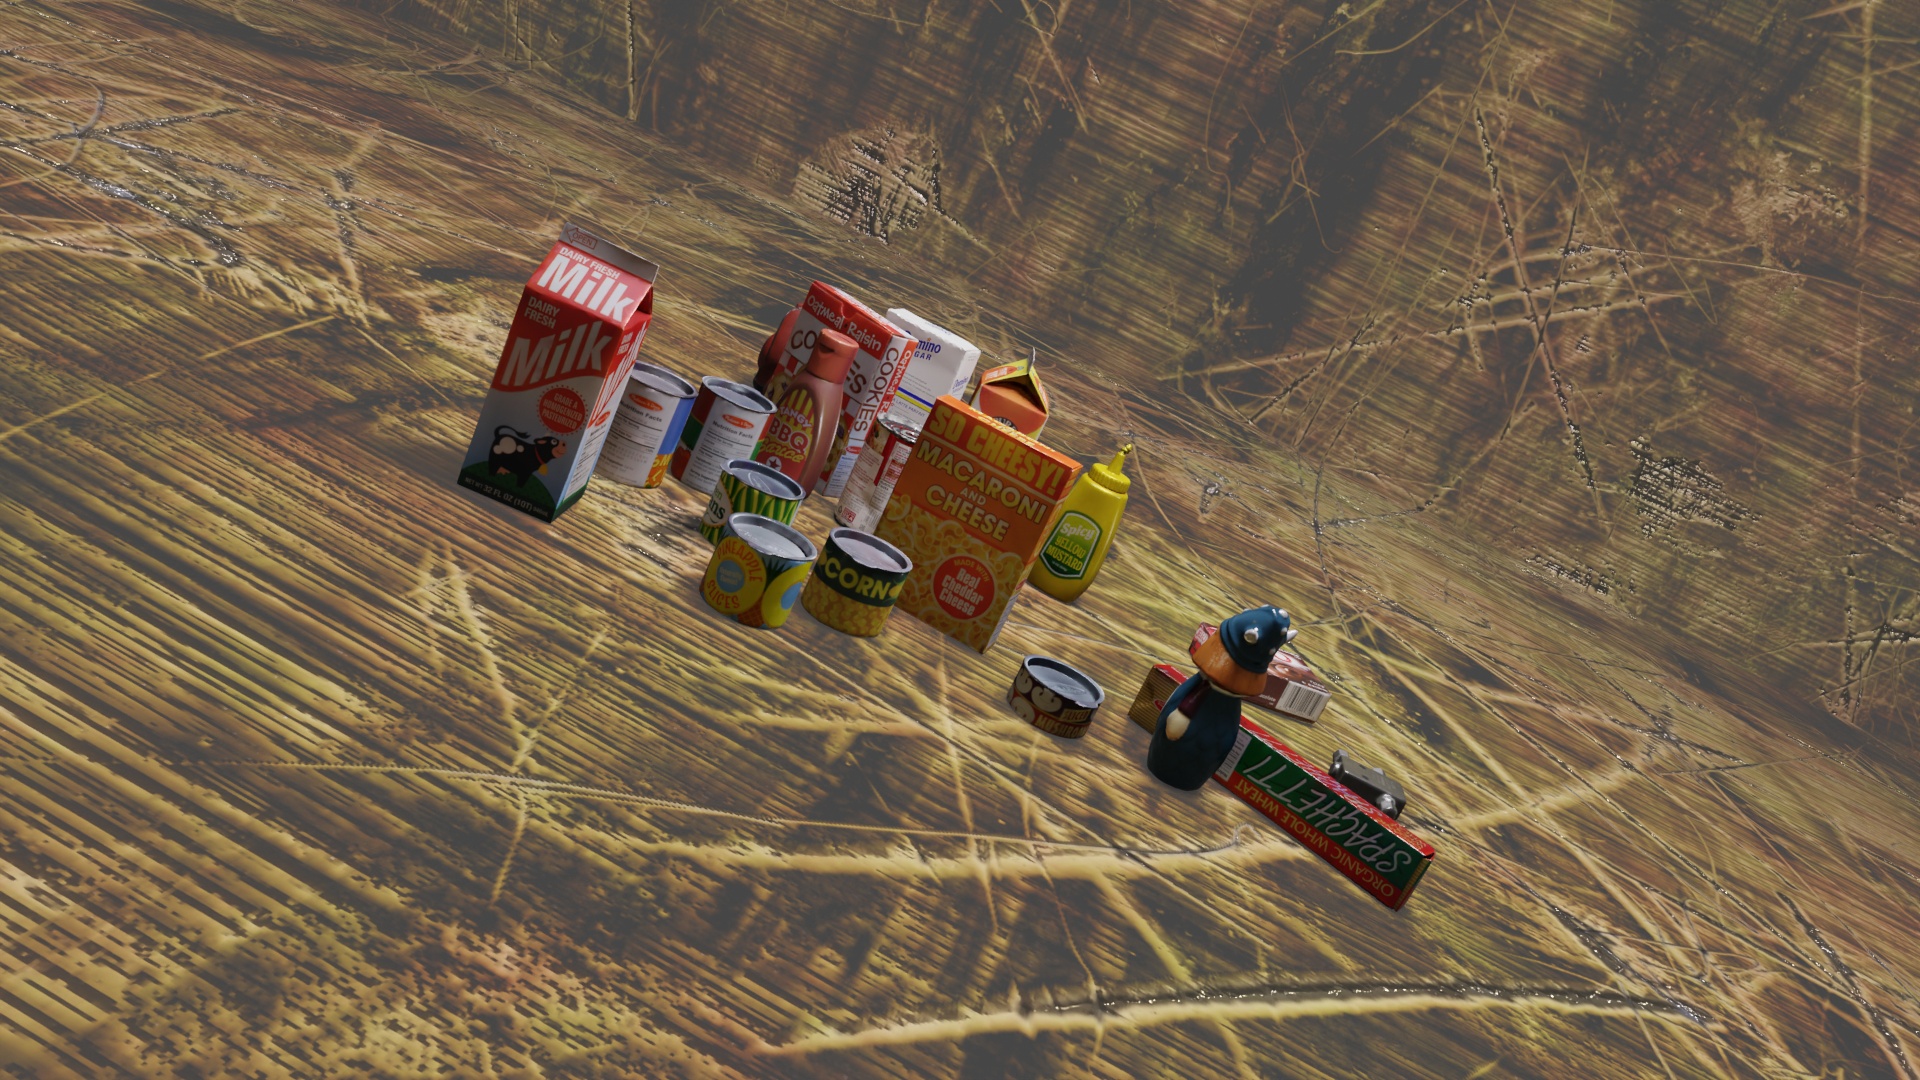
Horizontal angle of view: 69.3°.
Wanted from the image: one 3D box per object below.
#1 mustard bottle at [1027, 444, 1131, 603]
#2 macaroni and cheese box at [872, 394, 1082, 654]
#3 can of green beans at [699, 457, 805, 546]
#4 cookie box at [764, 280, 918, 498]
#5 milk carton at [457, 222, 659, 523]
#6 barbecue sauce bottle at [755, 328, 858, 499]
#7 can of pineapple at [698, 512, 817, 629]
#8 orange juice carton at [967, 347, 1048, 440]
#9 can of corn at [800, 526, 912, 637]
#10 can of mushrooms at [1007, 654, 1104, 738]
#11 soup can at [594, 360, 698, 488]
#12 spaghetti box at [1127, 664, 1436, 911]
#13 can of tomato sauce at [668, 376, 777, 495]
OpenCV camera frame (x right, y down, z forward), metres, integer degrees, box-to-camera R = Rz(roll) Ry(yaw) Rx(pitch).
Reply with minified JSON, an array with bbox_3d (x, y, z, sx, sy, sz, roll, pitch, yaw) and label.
[{"bbox_3d":[0.119,-0.021,1.303,0.065,0.159,0.049,28,16,9],"label":"mustard bottle"},{"bbox_3d":[0.004,-0.014,1.095,0.124,0.166,0.040,29,16,10],"label":"macaroni and cheese box"},{"bbox_3d":[-0.161,-0.023,1.073,0.071,0.057,0.071,24,16,-7],"label":"can of green beans"},{"bbox_3d":[-0.123,-0.142,1.308,0.123,0.167,0.040,37,19,35],"label":"cookie box"},{"bbox_3d":[-0.273,-0.117,0.959,0.072,0.190,0.074,25,15,-4],"label":"milk carton"},{"bbox_3d":[-0.135,-0.114,1.232,0.065,0.148,0.044,31,16,20],"label":"barbecue sauce bottle"},{"bbox_3d":[-0.142,0.021,0.962,0.071,0.057,0.071,24,16,-7],"label":"can of pineapple"},{"bbox_3d":[0.030,-0.095,1.344,0.073,0.192,0.072,25,15,-4],"label":"orange juice carton"},{"bbox_3d":[-0.078,0.032,1.024,0.071,0.058,0.071,24,16,-7],"label":"can of corn"},{"bbox_3d":[0.071,0.117,1.026,0.071,0.033,0.071,24,16,-7],"label":"can of mushrooms"},{"bbox_3d":[-0.254,-0.093,1.106,0.071,0.083,0.071,24,16,-7],"label":"soup can"},{"bbox_3d":[0.236,0.181,1.044,0.250,0.050,0.029,35,18,30],"label":"spaghetti box"},{"bbox_3d":[-0.201,-0.087,1.168,0.071,0.083,0.071,24,16,-7],"label":"can of tomato sauce"}]
